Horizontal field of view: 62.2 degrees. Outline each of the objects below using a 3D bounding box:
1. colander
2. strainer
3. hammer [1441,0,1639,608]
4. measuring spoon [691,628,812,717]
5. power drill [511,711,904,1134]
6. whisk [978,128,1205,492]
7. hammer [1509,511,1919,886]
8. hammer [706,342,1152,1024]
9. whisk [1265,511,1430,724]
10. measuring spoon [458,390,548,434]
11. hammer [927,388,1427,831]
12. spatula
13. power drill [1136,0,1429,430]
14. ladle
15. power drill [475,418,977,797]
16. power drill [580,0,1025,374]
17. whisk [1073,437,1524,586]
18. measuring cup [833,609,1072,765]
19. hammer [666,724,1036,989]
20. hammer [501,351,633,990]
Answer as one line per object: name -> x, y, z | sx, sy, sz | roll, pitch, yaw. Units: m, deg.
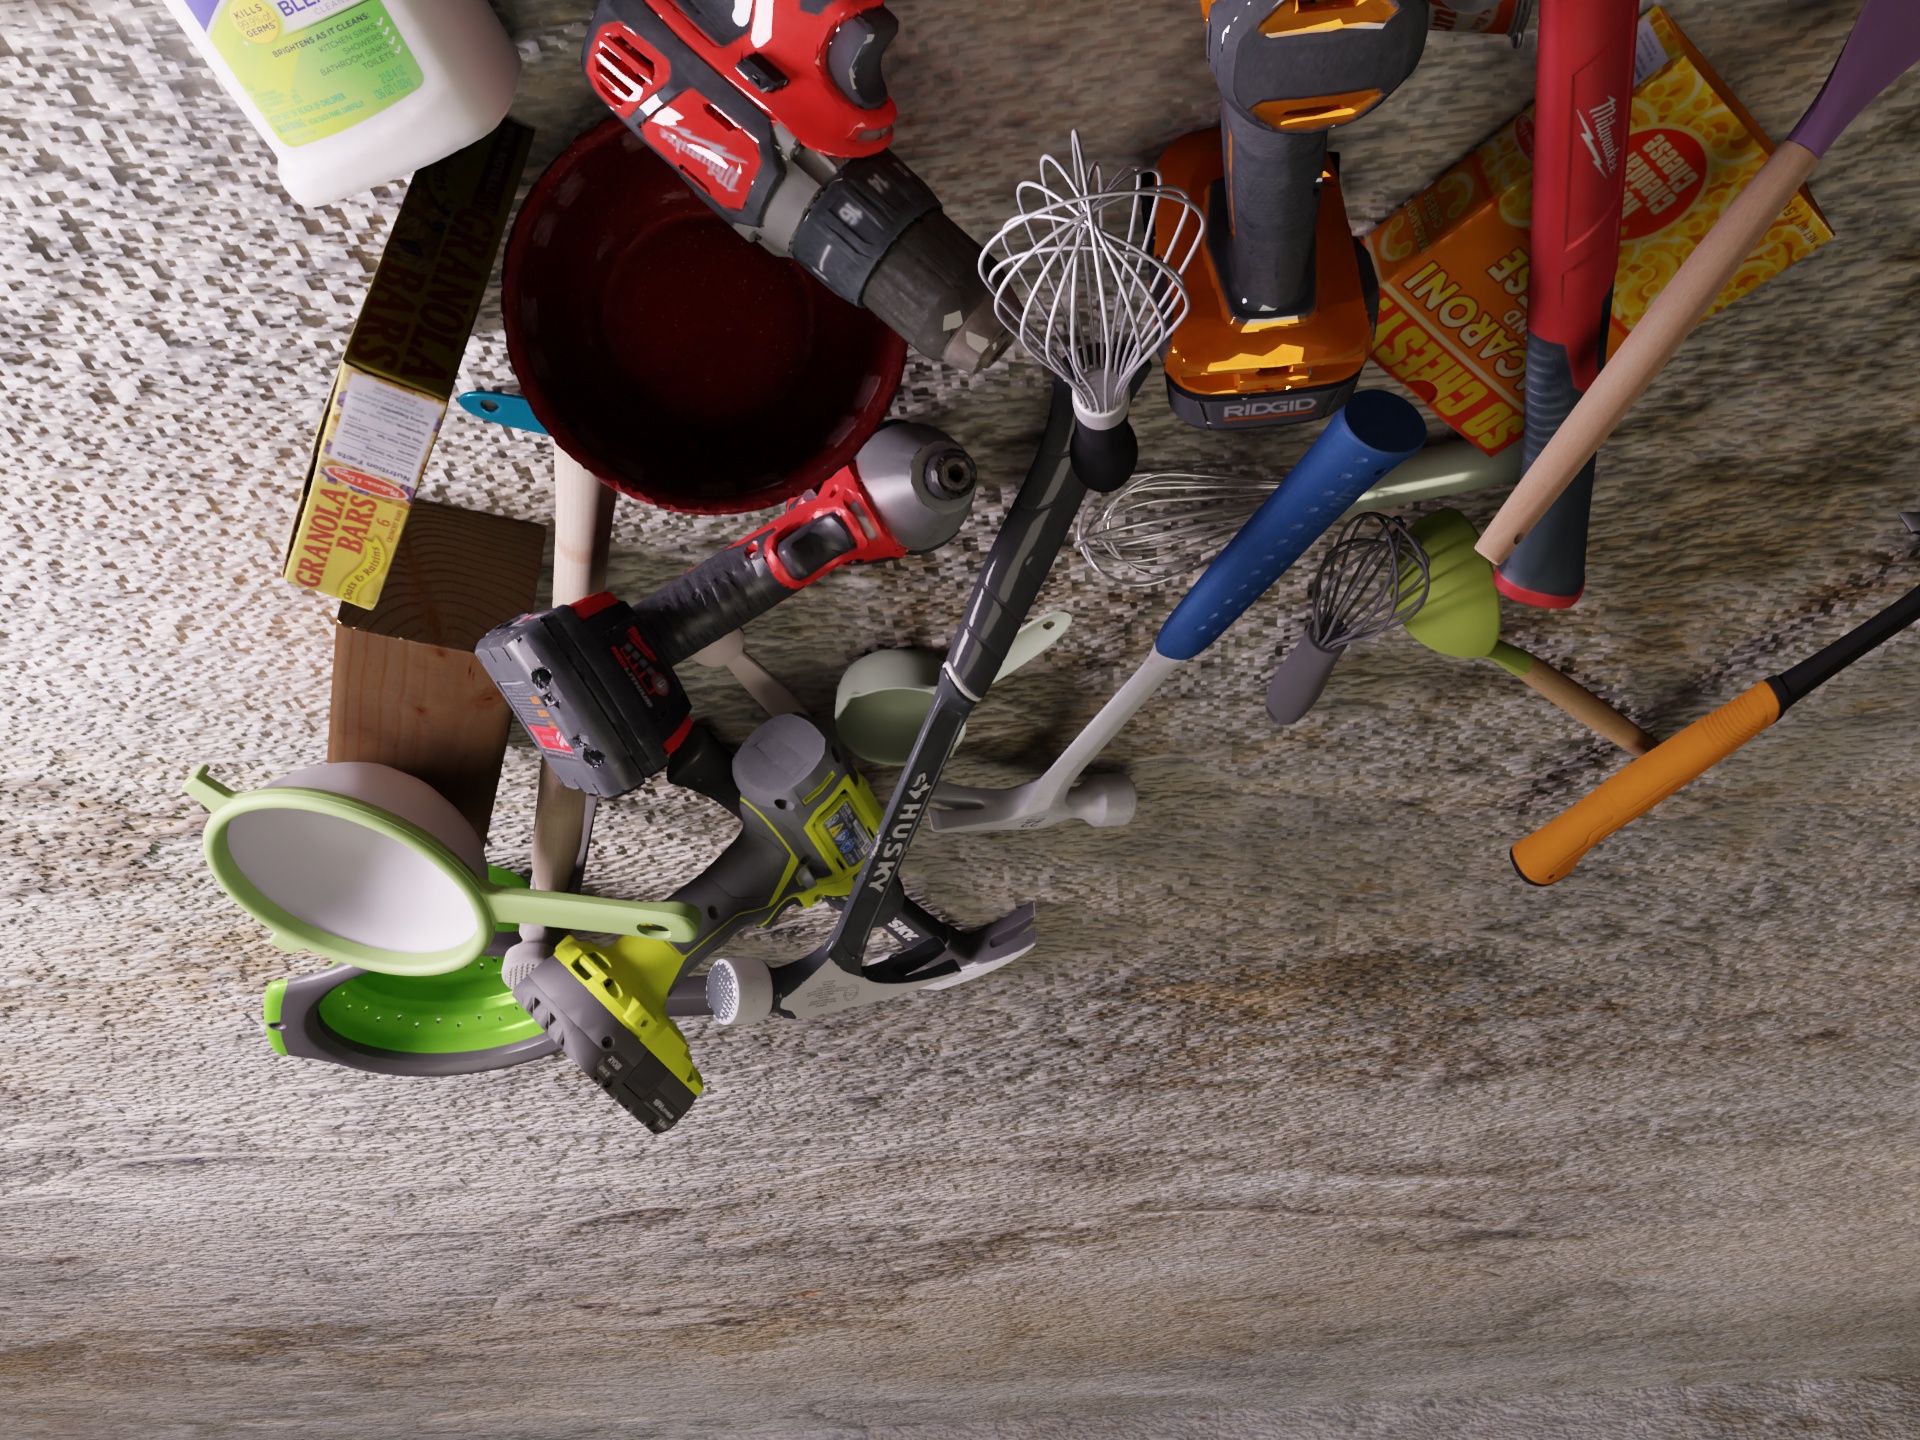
colander -> -0.267, 0.162, 1.107 | 0.397, 0.095, 0.204 | 1, 145, -20
strainer -> -0.253, 0.070, 0.822 | 0.256, 0.069, 0.151 | 6, 138, 6
hammer -> 0.253, -0.175, 0.625 | 0.143, 0.038, 0.385 | -30, 145, -2
measuring spoon -> -0.118, -0.018, 0.923 | 0.034, 0.018, 0.124 | -18, 141, 21
power drill -> -0.130, 0.125, 0.936 | 0.228, 0.080, 0.190 | -45, 145, -16
whisk -> 0.053, -0.131, 0.591 | 0.070, 0.070, 0.284 | -6, 172, 6
hammer -> 0.444, 0.002, 0.918 | 0.127, 0.034, 0.336 | 5, 143, -35
hammer -> -0.001, -0.003, 0.814 | 0.149, 0.036, 0.408 | 2, 125, -37
whisk -> 0.197, -0.043, 0.842 | 0.055, 0.055, 0.238 | 0, 160, -2
measuring spoon -> -0.173, -0.146, 0.755 | 0.128, 0.021, 0.042 | 10, 145, 0
hammer -> 0.103, -0.032, 0.827 | 0.144, 0.035, 0.405 | -3, 154, -24
spatula -> 0.295, -0.191, 0.594 | 0.059, 0.018, 0.316 | 18, 113, -42
power drill -> 0.106, -0.225, 0.558 | 0.084, 0.164, 0.226 | -5, 156, 4
ladle -> 0.339, -0.031, 0.895 | 0.319, 0.078, 0.062 | 23, 126, -40
power drill -> -0.092, -0.060, 0.697 | 0.078, 0.219, 0.143 | 60, 159, -14
power drill -> -0.018, -0.240, 0.521 | 0.188, 0.080, 0.226 | 42, 136, 2
whisk -> 0.177, -0.112, 0.791 | 0.246, 0.058, 0.059 | -10, 177, 7
measuring cup -> -0.003, -0.030, 0.896 | 0.167, 0.038, 0.083 | -33, 133, 32
hammer -> -0.077, 0.097, 1.066 | 0.146, 0.035, 0.334 | -20, 139, 24
hammer -> -0.203, -0.027, 0.836 | 0.038, 0.146, 0.410 | 9, 135, -10
